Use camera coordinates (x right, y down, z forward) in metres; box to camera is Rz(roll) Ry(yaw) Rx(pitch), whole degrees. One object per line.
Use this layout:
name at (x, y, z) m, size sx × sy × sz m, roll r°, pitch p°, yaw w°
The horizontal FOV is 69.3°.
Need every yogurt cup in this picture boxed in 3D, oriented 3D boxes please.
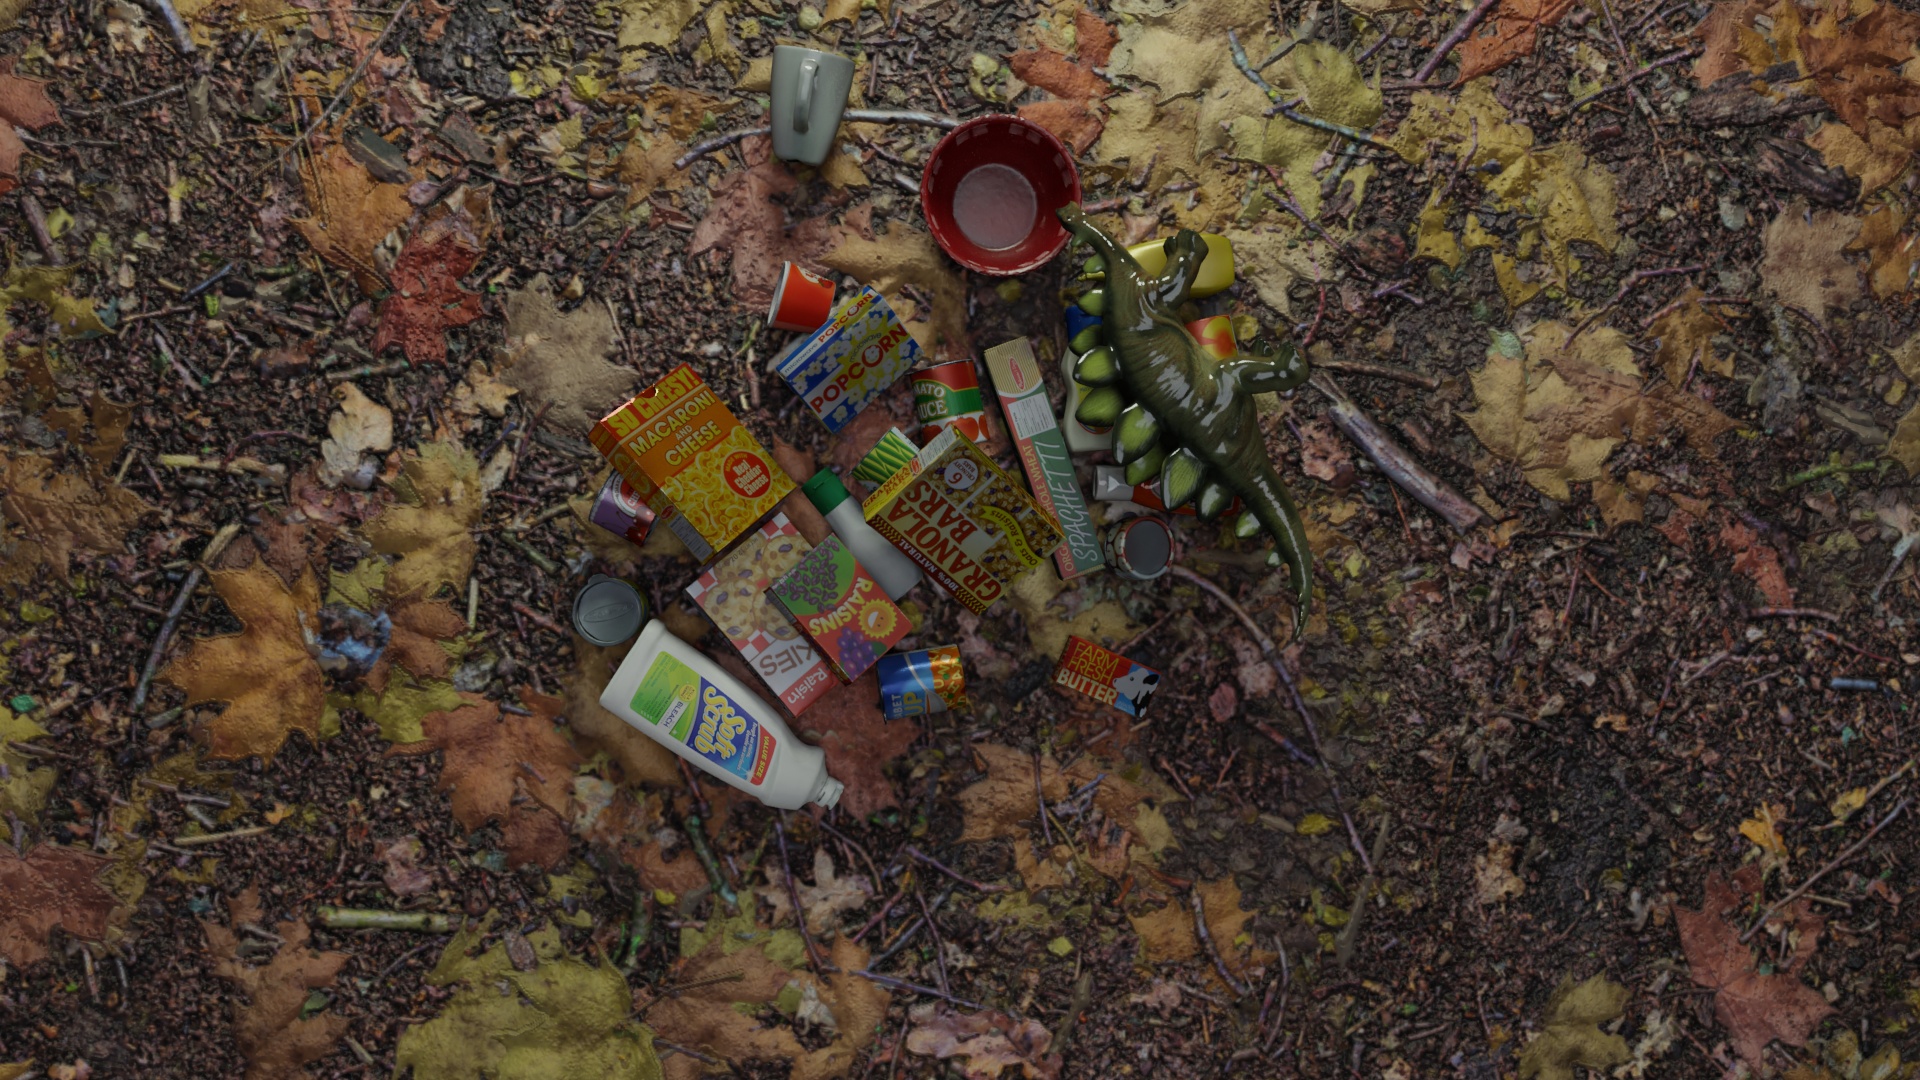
yogurt cup at (-0.157, -0.237, 1.376) m, size 0.054 × 0.072 × 0.072 m, roll 15°, pitch 89°, yaw -14°

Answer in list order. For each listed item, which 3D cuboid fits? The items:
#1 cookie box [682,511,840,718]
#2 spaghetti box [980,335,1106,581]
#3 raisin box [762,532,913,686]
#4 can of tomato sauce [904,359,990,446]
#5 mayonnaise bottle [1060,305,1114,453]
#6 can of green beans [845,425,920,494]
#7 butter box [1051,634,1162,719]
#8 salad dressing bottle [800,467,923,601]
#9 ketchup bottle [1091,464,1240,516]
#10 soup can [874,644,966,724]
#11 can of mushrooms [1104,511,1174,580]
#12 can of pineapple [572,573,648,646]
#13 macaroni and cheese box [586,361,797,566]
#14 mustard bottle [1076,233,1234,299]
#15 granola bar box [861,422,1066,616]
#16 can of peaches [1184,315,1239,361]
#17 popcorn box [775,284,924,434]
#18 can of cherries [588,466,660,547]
cookie box at (-0.173, 0.074, 1.376) m, size 0.123 × 0.040 × 0.167 m, roll -41°, pitch 94°, yaw -17°
spaghetti box at (0.085, -0.082, 1.419) m, size 0.050 × 0.028 × 0.250 m, roll -20°, pitch 93°, yaw -6°
raisin box at (-0.119, 0.067, 1.350) m, size 0.086 × 0.040 × 0.123 m, roll -42°, pitch 93°, yaw -21°
can of tomato sauce at (-0.012, -0.133, 1.389) m, size 0.071 × 0.071 × 0.083 m, roll -13°, pitch 93°, yaw -5°
mayonnaise bottle at (0.132, -0.165, 1.416) m, size 0.065 × 0.041 × 0.148 m, roll -6°, pitch 92°, yaw -6°
can of green beans at (-0.068, -0.072, 1.385) m, size 0.058 × 0.071 × 0.071 m, roll 43°, pitch 87°, yaw -5°
butter box at (0.151, 0.140, 1.430) m, size 0.103 × 0.024 × 0.053 m, roll 24°, pitch 89°, yaw -6°
salad dressing bottle at (-0.100, -0.007, 1.394) m, size 0.064 × 0.044 × 0.147 m, roll -39°, pitch 93°, yaw 2°
ketchup bottle at (0.211, -0.058, 1.425) m, size 0.149 × 0.043 × 0.064 m, roll 1°, pitch 95°, yaw -5°
soup can at (-0.040, 0.144, 1.388) m, size 0.084 × 0.071 × 0.071 m, roll -8°, pitch 92°, yaw -6°
can of mushrooms at (0.183, 0.005, 1.417) m, size 0.071 × 0.033 × 0.071 m, roll 1°, pitch 88°, yaw -26°
can of pineapple at (-0.342, 0.067, 1.361) m, size 0.071 × 0.058 × 0.071 m, roll 0°, pitch 91°, yaw -6°
macaroni and cheese box at (-0.258, -0.077, 1.347) m, size 0.166 × 0.040 × 0.124 m, roll 49°, pitch 49°, yaw -5°
mustard bottle at (0.197, -0.277, 1.419) m, size 0.160 × 0.049 × 0.065 m, roll -5°, pitch 91°, yaw -5°
granola bar box at (0.005, -0.017, 1.359) m, size 0.124 × 0.039 × 0.165 m, roll -41°, pitch 119°, yaw 13°
can of peaches at (0.247, -0.194, 1.415) m, size 0.071 × 0.071 × 0.058 m, roll -13°, pitch 92°, yaw -5°
popcorn box at (-0.109, -0.178, 1.372) m, size 0.127 × 0.038 × 0.085 m, roll -43°, pitch 132°, yaw -4°
can of cherries at (-0.321, -0.036, 1.356) m, size 0.058 × 0.071 × 0.071 m, roll 28°, pitch 88°, yaw -6°
